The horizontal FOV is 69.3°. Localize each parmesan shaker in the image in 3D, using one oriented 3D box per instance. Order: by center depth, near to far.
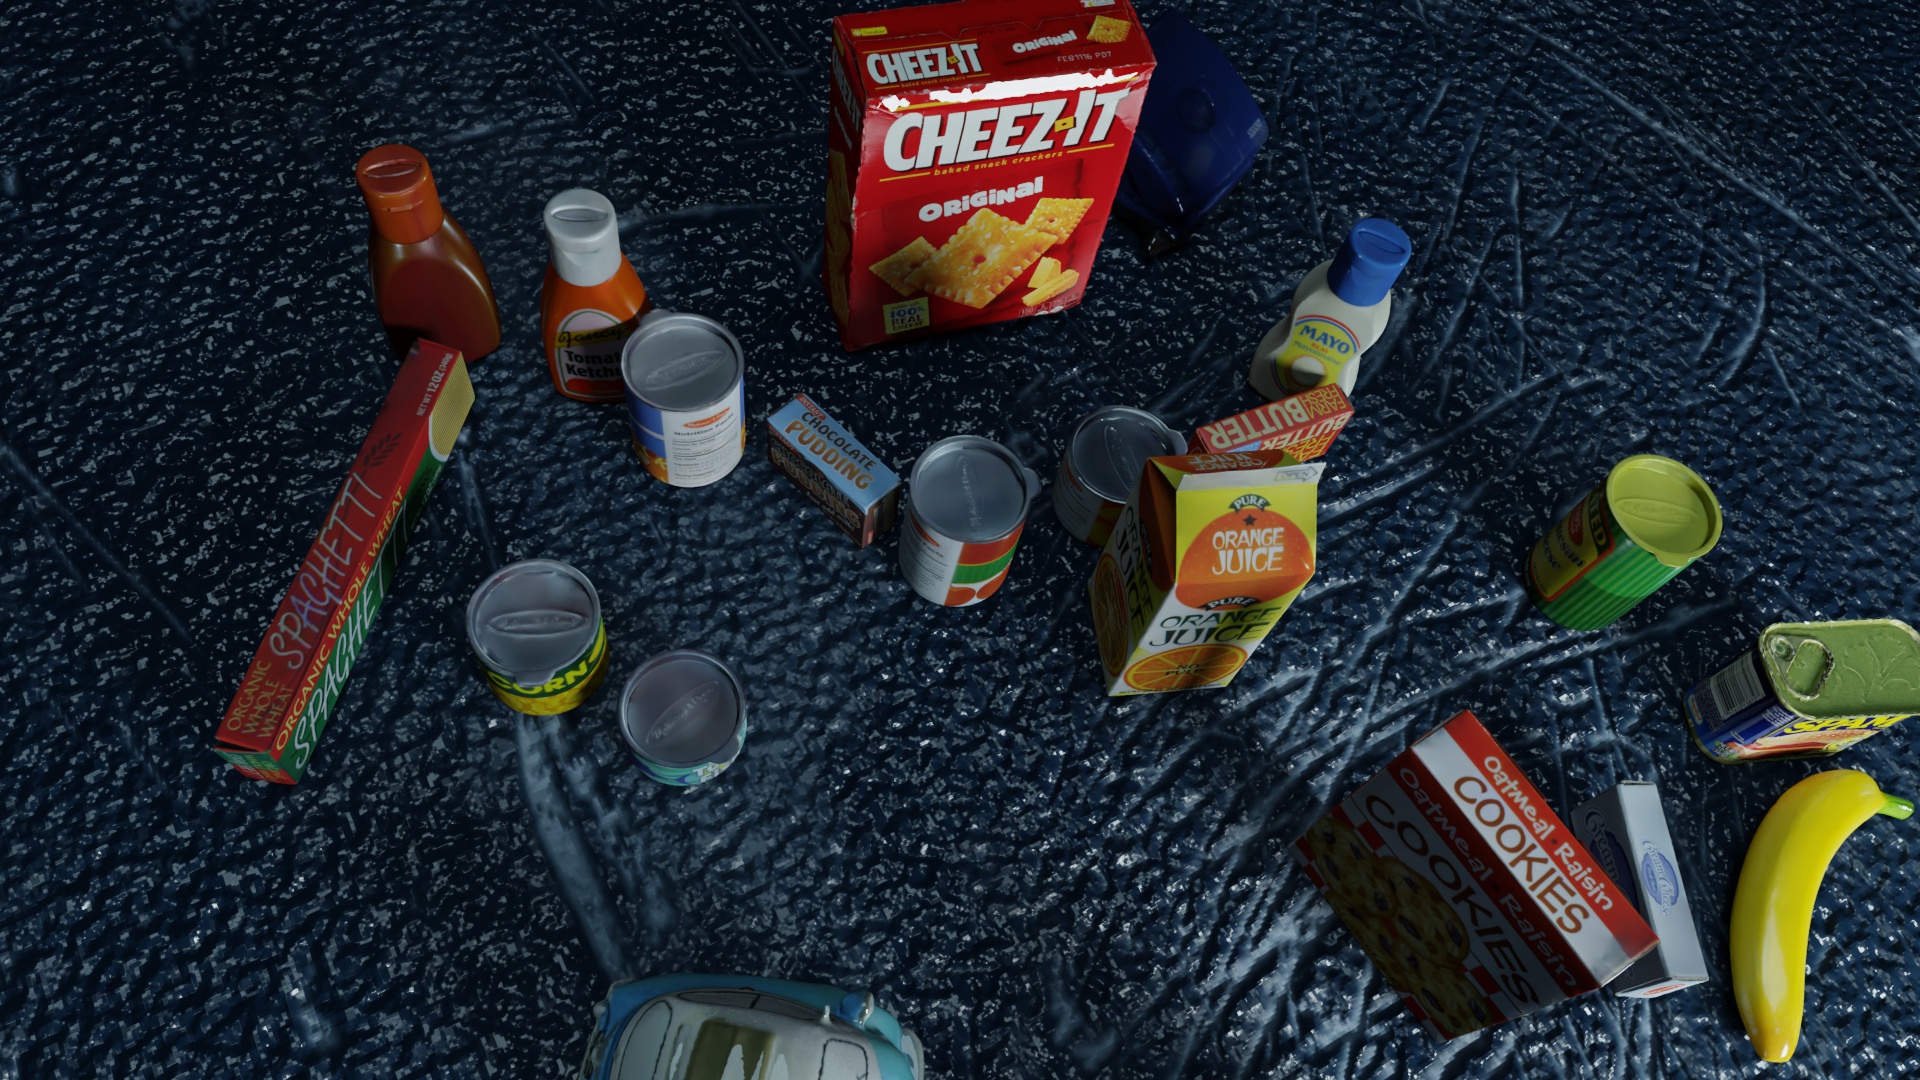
[{"bbox_3d":[0.382,0.006,0.810,0.071,0.102,0.071,3,62,-6],"label":"parmesan shaker"}]

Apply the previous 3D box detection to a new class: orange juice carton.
[{"bbox_3d":[0.124,0.011,0.719,0.072,0.191,0.073,-4,63,-10],"label":"orange juice carton"}]

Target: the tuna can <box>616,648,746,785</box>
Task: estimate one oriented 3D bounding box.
[{"bbox_3d":[-0.143,0.095,0.728,0.071,0.032,0.071,3,62,-6],"label":"tuna can"}]

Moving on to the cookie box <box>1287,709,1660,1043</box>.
[{"bbox_3d":[0.236,0.166,0.667,0.040,0.166,0.123,-28,69,-21],"label":"cookie box"}]

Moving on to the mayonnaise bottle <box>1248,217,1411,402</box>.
[{"bbox_3d":[0.224,-0.132,0.836,0.065,0.147,0.041,27,62,6],"label":"mayonnaise bottle"}]

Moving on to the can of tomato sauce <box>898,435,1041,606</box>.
[{"bbox_3d":[0.003,-0.010,0.776,0.071,0.082,0.071,3,62,-6],"label":"can of tomato sauce"}]

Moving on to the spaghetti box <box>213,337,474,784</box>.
[{"bbox_3d":[-0.321,0.006,0.740,0.029,0.050,0.251,14,61,-1],"label":"spaghetti box"}]

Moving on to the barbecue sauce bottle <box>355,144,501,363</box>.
[{"bbox_3d":[-0.300,-0.155,0.774,0.065,0.147,0.044,-13,65,-14],"label":"barbecue sauce bottle"}]

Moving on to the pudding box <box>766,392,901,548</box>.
[{"bbox_3d":[-0.073,-0.041,0.801,0.084,0.049,0.030,42,65,14],"label":"pudding box"}]

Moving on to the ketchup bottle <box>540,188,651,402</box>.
[{"bbox_3d":[-0.205,-0.134,0.776,0.065,0.148,0.044,-2,63,-9],"label":"ketchup bottle"}]

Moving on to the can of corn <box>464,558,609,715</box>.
[{"bbox_3d":[-0.219,0.054,0.724,0.071,0.058,0.071,3,62,-6],"label":"can of corn"}]

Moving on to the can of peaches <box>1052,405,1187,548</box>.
[{"bbox_3d":[0.093,-0.037,0.818,0.071,0.057,0.071,3,62,-6],"label":"can of peaches"}]

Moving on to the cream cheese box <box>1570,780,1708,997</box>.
[{"bbox_3d":[0.359,0.186,0.738,0.024,0.053,0.104,2,62,-7],"label":"cream cheese box"}]

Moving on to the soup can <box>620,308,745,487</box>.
[{"bbox_3d":[-0.157,-0.081,0.791,0.071,0.083,0.071,3,62,-6],"label":"soup can"}]

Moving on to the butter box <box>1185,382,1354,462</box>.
[{"bbox_3d":[0.184,-0.060,0.846,0.104,0.053,0.024,-19,66,-17],"label":"butter box"}]
